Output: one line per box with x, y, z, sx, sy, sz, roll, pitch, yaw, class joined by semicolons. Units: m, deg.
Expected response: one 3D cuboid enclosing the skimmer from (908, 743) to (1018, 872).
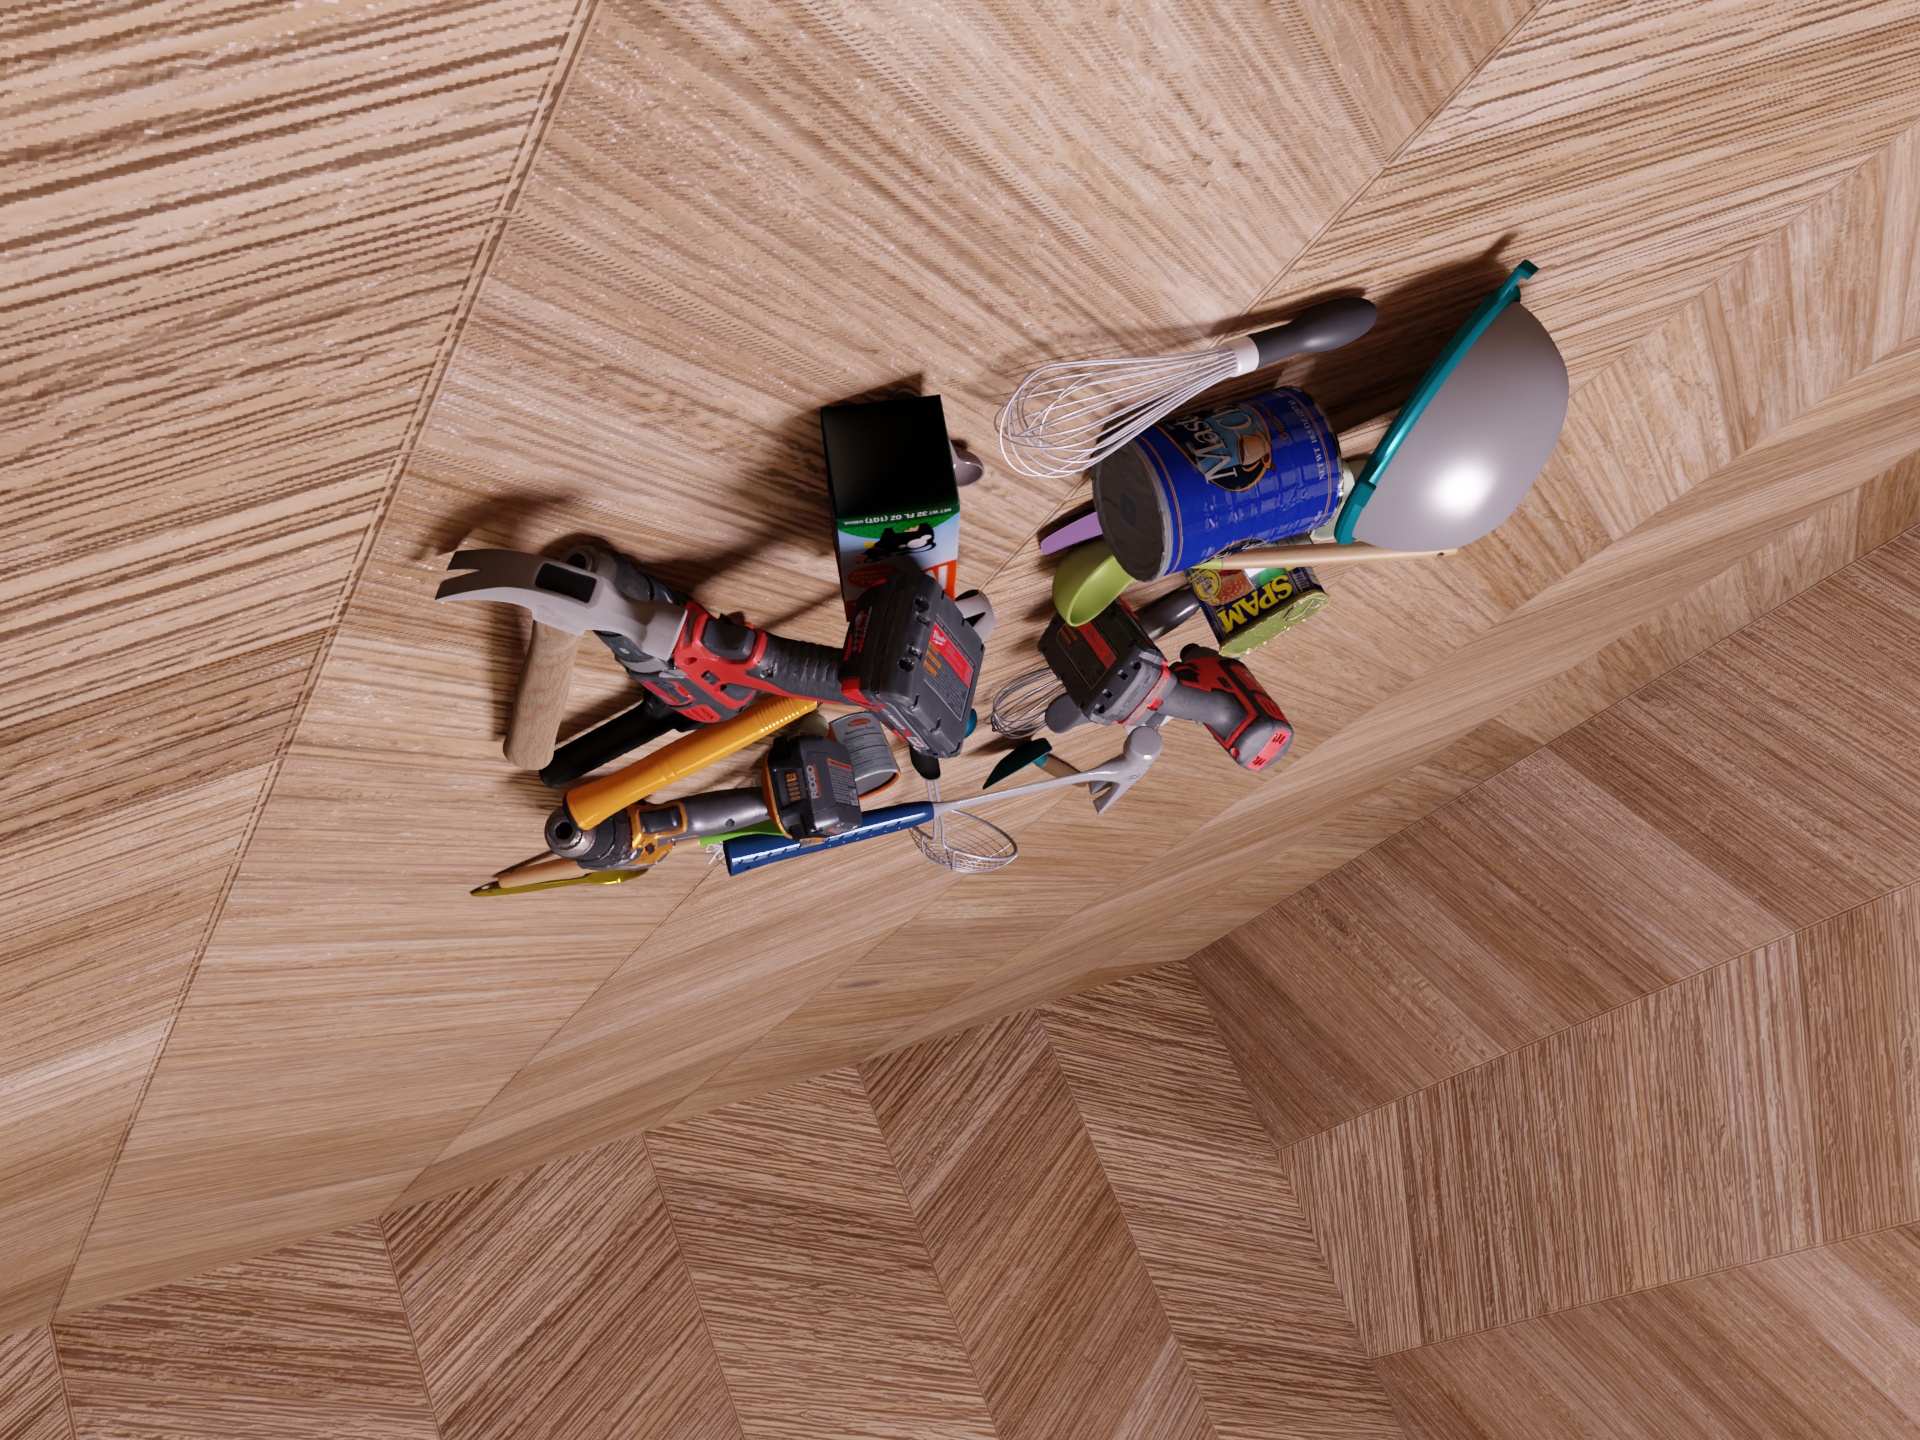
-0.011;0.056;1.569;0.090;0.127;0.363;-57;160;-23;skimmer

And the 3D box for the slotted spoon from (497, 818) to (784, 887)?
-0.250;0.108;1.378;0.314;0.031;0.070;-12;-164;4;slotted spoon

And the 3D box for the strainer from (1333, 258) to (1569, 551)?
0.375;-0.182;1.178;0.211;0.095;0.340;-54;165;1;strainer

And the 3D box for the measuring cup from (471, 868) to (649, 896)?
-0.359;0.133;1.422;0.156;0.029;0.062;-8;161;-9;measuring cup

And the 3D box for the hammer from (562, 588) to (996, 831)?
-0.130;-0.004;1.116;0.337;0.034;0.127;-26;-174;7;hammer

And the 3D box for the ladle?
0.230;-0.116;1.235;0.320;0.062;0.078;-3;153;-2;ladle

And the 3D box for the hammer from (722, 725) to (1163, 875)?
-0.017;0.084;1.468;0.405;0.035;0.144;-12;160;-16;hammer

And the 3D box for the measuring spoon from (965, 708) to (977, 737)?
-0.002;-0.005;1.458;0.042;0.021;0.128;-22;164;-5;measuring spoon

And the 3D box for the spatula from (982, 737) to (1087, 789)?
0.098;0.057;1.733;0.082;0.044;0.317;-31;162;12;spatula

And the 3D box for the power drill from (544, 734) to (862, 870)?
-0.206;0.072;1.261;0.226;0.084;0.185;-13;173;6;power drill

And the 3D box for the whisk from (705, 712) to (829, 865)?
-0.174;0.062;1.414;0.246;0.058;0.059;-47;-175;46;whisk

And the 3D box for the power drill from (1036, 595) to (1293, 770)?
0.178;-0.038;1.352;0.219;0.143;0.078;18;119;-40;power drill

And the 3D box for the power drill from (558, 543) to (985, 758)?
-0.117;-0.048;0.963;0.227;0.080;0.187;6;160;22;power drill

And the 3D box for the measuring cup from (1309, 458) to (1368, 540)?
0.302;-0.193;1.276;0.083;0.038;0.167;-28;160;14;measuring cup

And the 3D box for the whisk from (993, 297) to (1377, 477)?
0.146;-0.217;0.985;0.284;0.070;0.070;-23;163;-20;whisk

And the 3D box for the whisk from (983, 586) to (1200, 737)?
0.122;-0.055;1.443;0.239;0.055;0.055;-33;161;14;whisk

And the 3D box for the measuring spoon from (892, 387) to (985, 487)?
-0.016;-0.175;0.967;0.034;0.018;0.124;-13;158;14;measuring spoon

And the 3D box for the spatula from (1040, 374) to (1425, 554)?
0.206;-0.191;1.188;0.316;0.018;0.059;-23;169;0;spatula

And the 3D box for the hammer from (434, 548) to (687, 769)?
-0.260;-0.026;0.985;0.130;0.031;0.331;22;157;-12;hammer

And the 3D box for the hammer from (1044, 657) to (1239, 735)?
0.169;-0.018;1.519;0.149;0.036;0.409;-33;170;20;hammer
